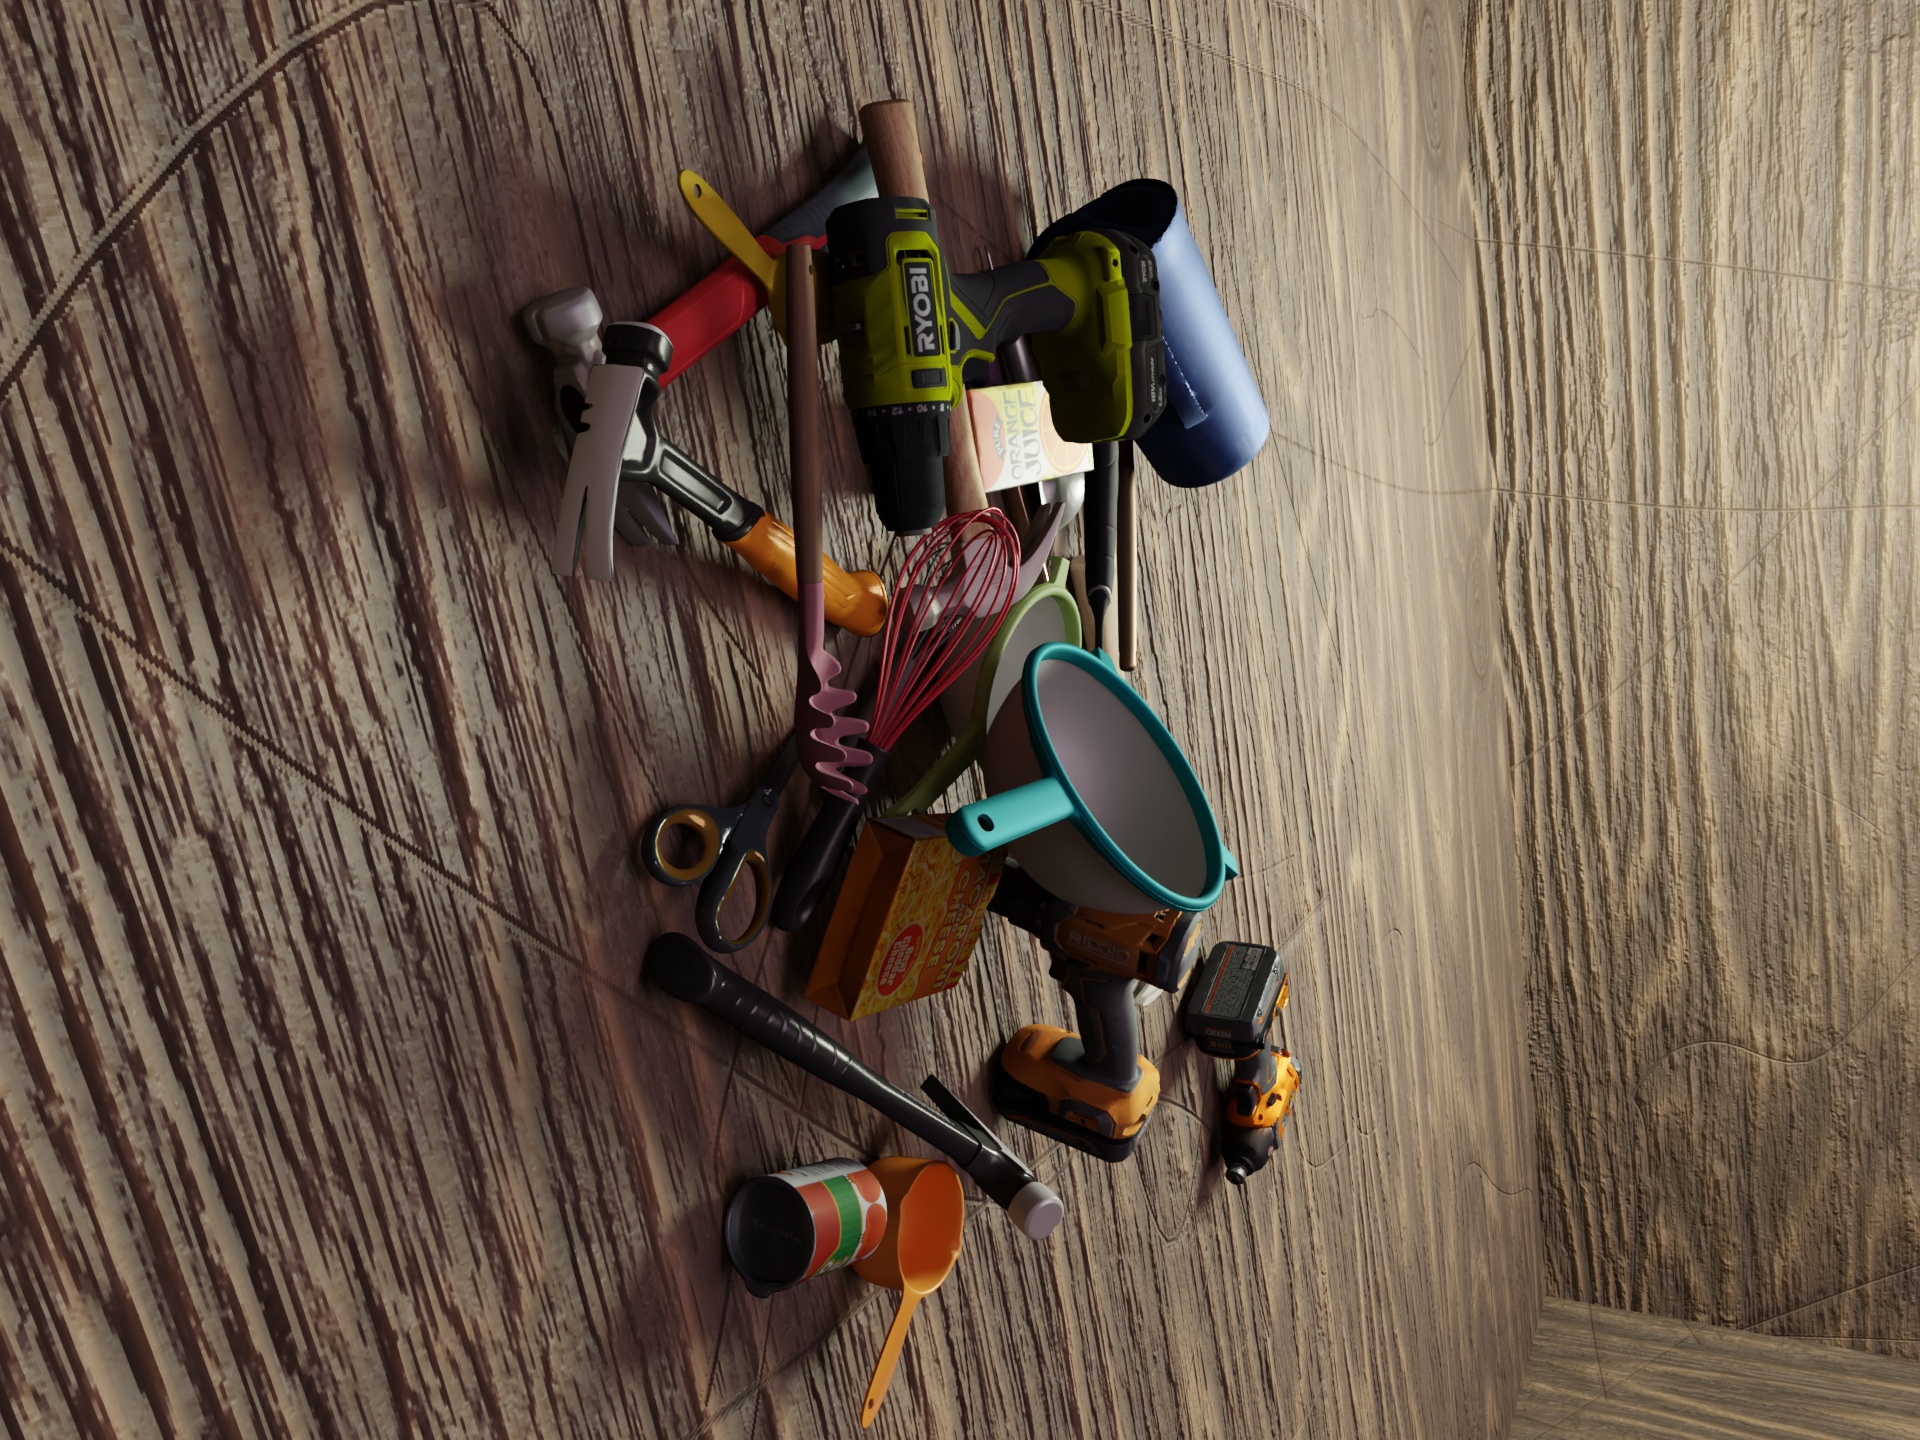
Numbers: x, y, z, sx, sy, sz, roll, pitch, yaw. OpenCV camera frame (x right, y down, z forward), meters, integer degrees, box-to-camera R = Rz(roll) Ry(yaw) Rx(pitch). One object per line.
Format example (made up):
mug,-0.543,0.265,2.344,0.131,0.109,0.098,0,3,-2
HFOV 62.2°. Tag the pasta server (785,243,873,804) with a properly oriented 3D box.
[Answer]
pasta server,-0.079,-0.106,0.903,0.060,0.040,0.316,-58,149,-71

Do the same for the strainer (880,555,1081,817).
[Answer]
strainer,-0.002,-0.004,1.134,0.256,0.069,0.151,-46,144,-39

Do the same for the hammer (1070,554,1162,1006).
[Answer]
hammer,0.144,0.053,1.416,0.146,0.038,0.410,-41,125,-51

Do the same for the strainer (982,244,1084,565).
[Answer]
strainer,0.057,-0.247,1.255,0.087,0.050,0.258,-77,151,-66

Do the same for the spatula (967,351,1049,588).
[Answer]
spatula,0.043,-0.179,1.253,0.060,0.018,0.315,-50,131,-50

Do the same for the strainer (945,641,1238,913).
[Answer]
strainer,0.053,0.064,1.042,0.211,0.095,0.340,59,27,10

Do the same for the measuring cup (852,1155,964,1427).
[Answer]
measuring cup,-0.053,0.374,1.056,0.095,0.052,0.174,54,47,-46

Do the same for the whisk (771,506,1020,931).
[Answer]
whisk,-0.045,-0.002,0.993,0.073,0.073,0.296,29,87,-57

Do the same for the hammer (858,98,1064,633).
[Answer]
hammer,-0.012,-0.231,1.035,0.130,0.031,0.331,-18,103,-26

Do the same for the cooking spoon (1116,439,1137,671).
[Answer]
cooking spoon,0.144,-0.193,1.380,0.068,0.017,0.319,62,28,-70

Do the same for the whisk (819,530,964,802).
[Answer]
whisk,-0.040,-0.039,1.085,0.239,0.055,0.055,-63,141,-32

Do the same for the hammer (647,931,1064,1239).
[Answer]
hammer,-0.070,0.217,0.985,0.035,0.146,0.334,-51,129,-5

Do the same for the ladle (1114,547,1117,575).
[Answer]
ladle,0.121,-0.240,1.385,0.069,0.031,0.315,-23,112,-57

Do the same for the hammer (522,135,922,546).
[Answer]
hammer,-0.114,-0.257,0.959,0.386,0.038,0.143,-55,137,-45

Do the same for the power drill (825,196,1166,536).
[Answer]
power drill,0.022,-0.218,0.981,0.228,0.080,0.190,-14,102,-40

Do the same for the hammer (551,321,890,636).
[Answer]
hammer,-0.117,-0.097,0.905,0.336,0.034,0.127,32,68,-67

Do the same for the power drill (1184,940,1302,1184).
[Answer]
power drill,0.293,0.357,1.635,0.164,0.084,0.226,-57,141,-43

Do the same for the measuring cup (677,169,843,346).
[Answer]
measuring cup,-0.107,-0.264,0.898,0.156,0.029,0.062,34,62,-61

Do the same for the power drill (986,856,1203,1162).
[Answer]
power drill,0.077,0.207,1.201,0.084,0.185,0.226,-45,147,-51

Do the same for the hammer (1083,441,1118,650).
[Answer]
hammer,0.111,-0.081,1.262,0.149,0.036,0.408,-77,167,-76
